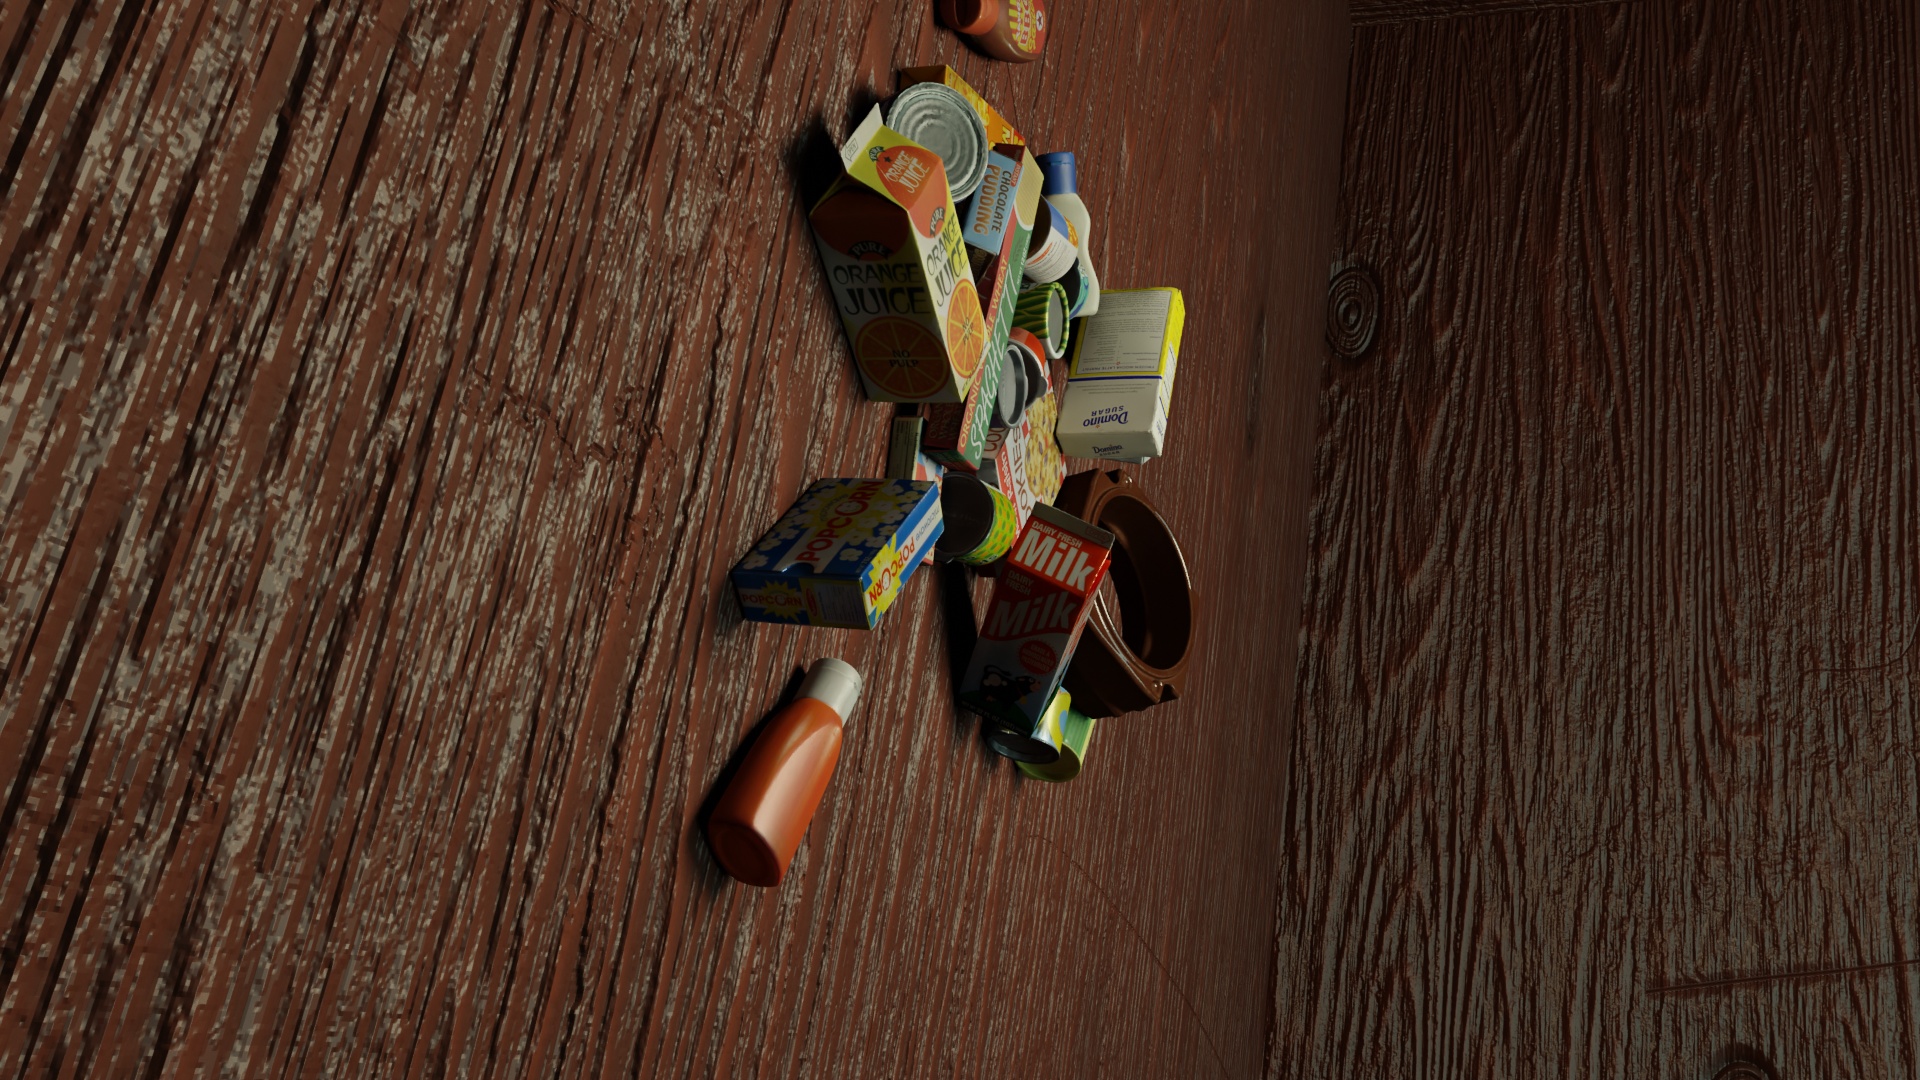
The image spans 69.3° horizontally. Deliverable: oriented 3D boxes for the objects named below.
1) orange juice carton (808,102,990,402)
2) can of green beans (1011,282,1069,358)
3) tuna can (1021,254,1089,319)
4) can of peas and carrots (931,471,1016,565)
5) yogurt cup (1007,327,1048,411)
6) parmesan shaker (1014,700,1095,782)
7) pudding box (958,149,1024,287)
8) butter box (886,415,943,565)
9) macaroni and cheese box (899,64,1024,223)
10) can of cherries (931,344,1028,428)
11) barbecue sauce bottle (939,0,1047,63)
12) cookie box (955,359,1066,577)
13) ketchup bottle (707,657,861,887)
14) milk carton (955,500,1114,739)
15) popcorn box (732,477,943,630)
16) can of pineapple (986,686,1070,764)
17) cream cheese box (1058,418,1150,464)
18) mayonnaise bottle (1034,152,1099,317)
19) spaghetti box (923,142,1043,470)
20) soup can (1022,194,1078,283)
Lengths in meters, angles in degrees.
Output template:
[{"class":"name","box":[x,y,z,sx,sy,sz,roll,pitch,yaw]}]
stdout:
[{"class":"orange juice carton","box":[-0.042,-0.189,0.930,0.072,0.073,0.191,-66,149,-43]},{"class":"can of green beans","box":[0.058,-0.190,1.201,0.071,0.058,0.071,1,91,-69]},{"class":"tuna can","box":[0.082,-0.229,1.243,0.033,0.071,0.071,-15,106,-69]},{"class":"can of peas and carrots","box":[0.004,-0.013,1.074,0.058,0.071,0.071,22,71,-68]},{"class":"yogurt cup","box":[0.040,-0.144,1.156,0.054,0.072,0.072,-64,149,-61]},{"class":"parmesan shaker","box":[0.093,0.171,1.322,0.103,0.071,0.071,-66,150,-45]},{"class":"pudding box","box":[0.017,-0.231,0.996,0.049,0.030,0.084,133,-25,-65]},{"class":"butter box","box":[-0.035,-0.036,1.030,0.053,0.024,0.103,29,65,-65]},{"class":"macaroni and cheese box","box":[0.000,-0.277,1.073,0.166,0.040,0.123,8,86,-68]},{"class":"can of cherries","box":[0.015,-0.121,1.103,0.071,0.058,0.071,0,91,-68]},{"class":"barbecue sauce bottle","box":[0.027,-0.423,1.121,0.149,0.043,0.064,-32,123,-64]},{"class":"cookie box","box":[0.045,-0.064,1.210,0.168,0.040,0.122,-62,147,-49]},{"class":"ketchup bottle","box":[-0.102,0.135,0.851,0.150,0.043,0.064,-64,149,-46]},{"class":"milk carton","box":[0.064,0.060,1.133,0.074,0.072,0.189,-48,159,-58]},{"class":"popcorn box","box":[-0.072,0.005,0.858,0.127,0.085,0.038,-55,143,-54]},{"class":"can of pineapple","box":[0.061,0.159,1.234,0.070,0.071,0.058,61,37,-53]},{"class":"cream cheese box","box":[0.137,-0.097,1.349,0.053,0.104,0.024,-35,132,-62]},{"class":"mayonnaise bottle","box":[0.092,-0.279,1.278,0.041,0.065,0.148,-85,170,-84]},{"class":"spaghetti box","box":[0.019,-0.176,1.049,0.050,0.029,0.250,38,63,-64]},{"class":"soup can","box":[0.057,-0.262,1.186,0.084,0.071,0.071,7,86,-69]}]
